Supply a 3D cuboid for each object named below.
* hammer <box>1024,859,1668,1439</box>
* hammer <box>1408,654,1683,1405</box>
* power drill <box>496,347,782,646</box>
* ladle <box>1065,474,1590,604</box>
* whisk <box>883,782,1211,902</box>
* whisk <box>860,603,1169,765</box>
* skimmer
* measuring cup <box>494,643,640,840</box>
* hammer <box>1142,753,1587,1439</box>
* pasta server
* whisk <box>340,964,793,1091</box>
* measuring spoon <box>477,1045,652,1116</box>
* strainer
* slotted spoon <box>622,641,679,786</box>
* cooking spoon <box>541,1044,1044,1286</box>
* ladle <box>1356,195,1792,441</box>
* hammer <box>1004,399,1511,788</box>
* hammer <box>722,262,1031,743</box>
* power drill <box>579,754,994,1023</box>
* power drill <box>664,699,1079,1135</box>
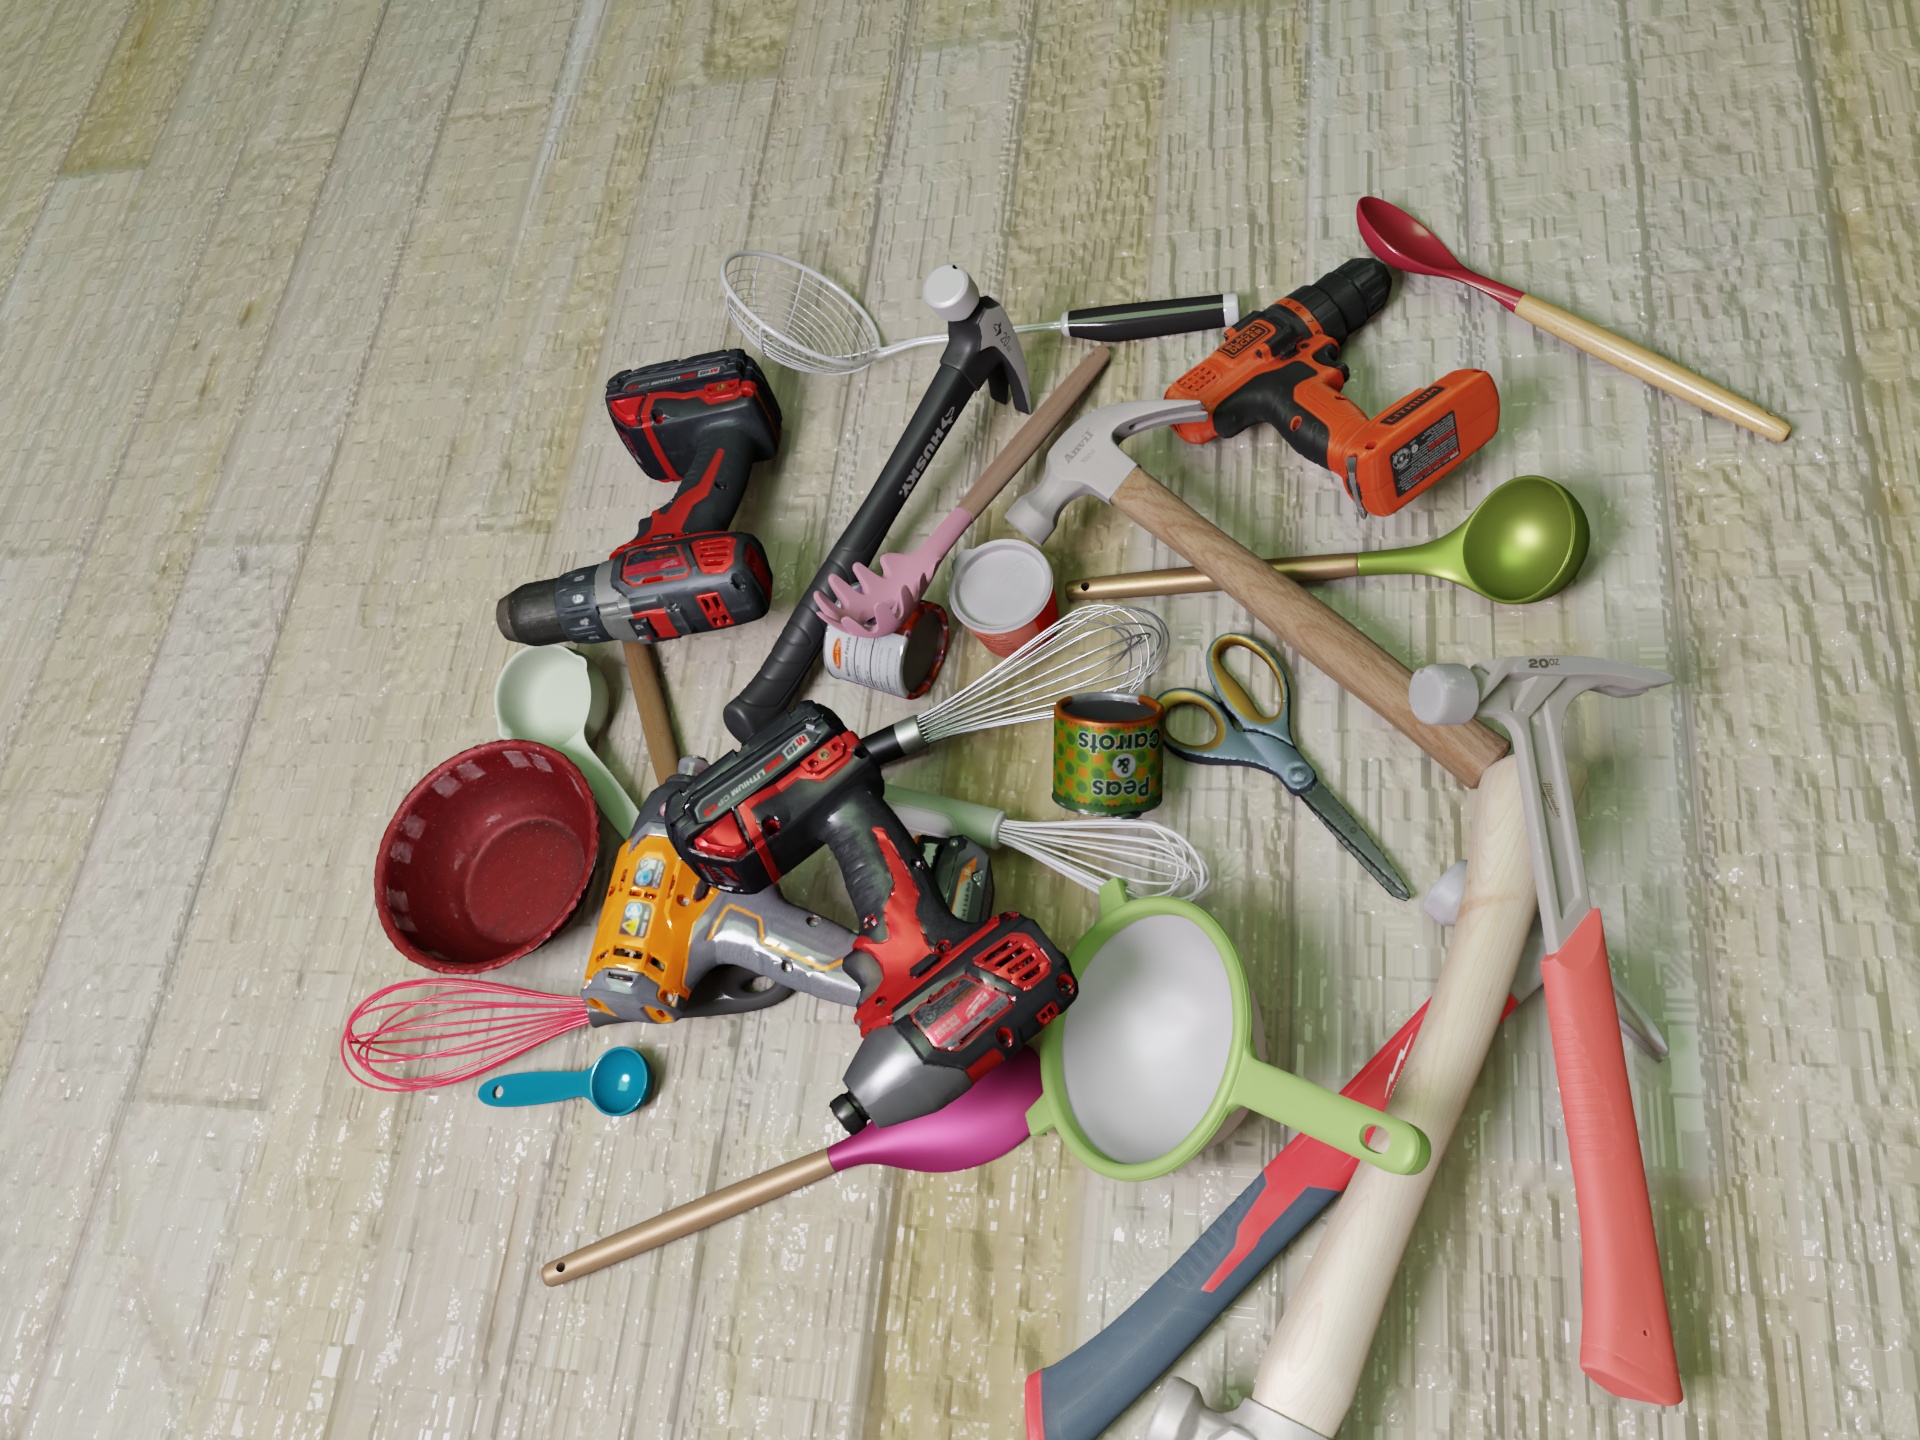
[{"bbox_3d":[0.189,0.252,0.830,0.386,0.038,0.143,-44,62,-7],"label":"hammer"},{"bbox_3d":[0.315,0.143,0.787,0.149,0.036,0.359,1,75,-19],"label":"hammer"},{"bbox_3d":[-0.216,-0.144,1.100,0.188,0.080,0.227,-9,51,13],"label":"power drill"},{"bbox_3d":[0.218,-0.098,0.985,0.320,0.062,0.078,-4,76,18],"label":"ladle"},{"bbox_3d":[0.031,0.069,0.957,0.246,0.057,0.059,12,34,21],"label":"whisk"},{"bbox_3d":[-0.001,-0.002,1.008,0.284,0.070,0.070,-23,60,11],"label":"whisk"},{"bbox_3d":[0.012,-0.303,1.127,0.363,0.090,0.127,-2,33,14],"label":"skimmer"},{"bbox_3d":[-0.252,0.021,1.084,0.083,0.038,0.168,-40,77,11],"label":"measuring cup"},{"bbox_3d":[0.241,0.201,0.799,0.146,0.038,0.411,21,73,21],"label":"hammer"},{"bbox_3d":[0.014,-0.157,1.041,0.060,0.040,0.316,12,52,38],"label":"pasta server"},{"bbox_3d":[-0.247,0.182,0.990,0.296,0.073,0.073,-9,62,6],"label":"whisk"},{"bbox_3d":[-0.244,0.229,0.990,0.128,0.021,0.042,-10,68,23],"label":"measuring spoon"},{"bbox_3d":[0.147,0.182,0.817,0.256,0.069,0.151,13,83,53],"label":"strainer"},{"bbox_3d":[-0.196,0.026,1.066,0.070,0.031,0.314,-21,58,-2],"label":"slotted spoon"},{"bbox_3d":[-0.098,0.264,0.922,0.319,0.017,0.069,-23,60,4],"label":"cooking spoon"},{"bbox_3d":[0.385,-0.258,1.025,0.316,0.031,0.069,37,41,25],"label":"ladle"},{"bbox_3d":[0.187,-0.077,0.958,0.331,0.031,0.130,40,95,18],"label":"hammer"},{"bbox_3d":[-0.059,-0.127,1.061,0.035,0.146,0.335,29,87,27],"label":"hammer"},{"bbox_3d":[-0.097,0.106,0.943,0.226,0.084,0.164,7,65,7],"label":"power drill"},{"bbox_3d":[-0.056,0.108,0.853,0.143,0.078,0.220,-38,66,-12],"label":"power drill"}]
